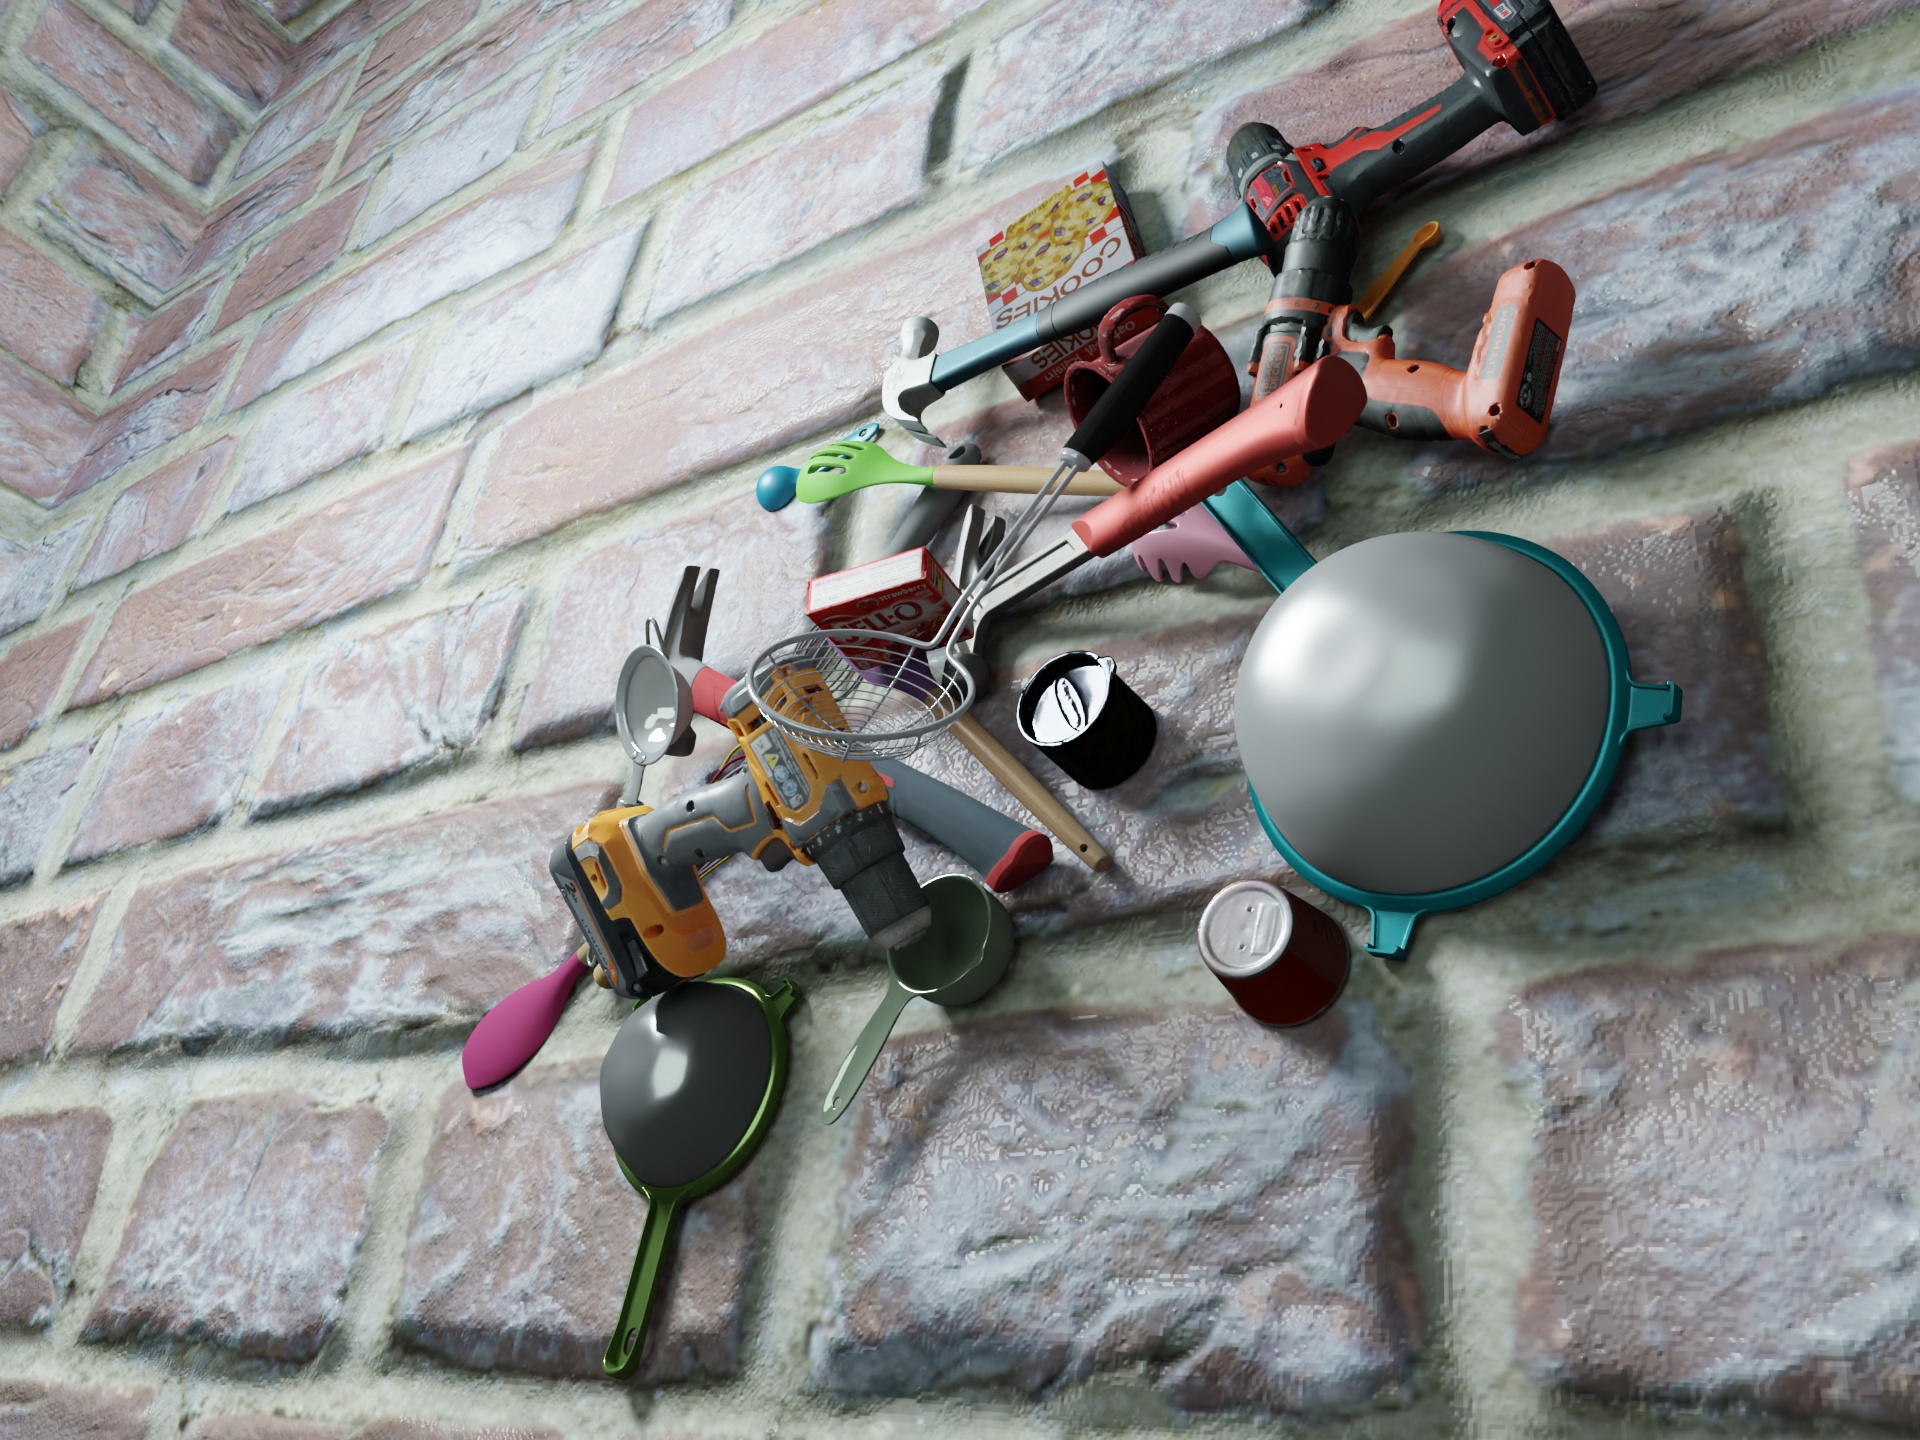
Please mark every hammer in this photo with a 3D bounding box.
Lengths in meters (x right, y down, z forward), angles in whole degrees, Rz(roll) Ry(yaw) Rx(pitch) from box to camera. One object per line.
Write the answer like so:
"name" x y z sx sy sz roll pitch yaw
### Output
"hammer" 0.071 -0.283 1.115 0.331 0.033 0.128 -15 51 39
"hammer" 0.101 -0.131 0.967 0.359 0.036 0.149 -28 46 51
"hammer" -0.084 0.008 1.068 0.387 0.038 0.143 24 105 41

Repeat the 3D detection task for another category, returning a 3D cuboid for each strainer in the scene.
"strainer" 0.192 -0.057 0.844 0.211 0.095 0.341 -46 48 17
"strainer" -0.196 0.271 0.996 0.151 0.069 0.257 -12 53 35
"strainer" -0.233 0.054 1.139 0.087 0.050 0.258 22 99 47

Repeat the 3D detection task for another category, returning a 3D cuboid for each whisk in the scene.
"whisk" -0.188 0.102 1.094 0.245 0.047 0.051 -50 9 27
"whisk" -0.051 -0.109 1.161 0.055 0.055 0.239 18 70 46

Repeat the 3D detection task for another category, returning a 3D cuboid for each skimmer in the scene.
"skimmer" 0.022 -0.122 0.917 0.127 0.090 0.363 29 76 36

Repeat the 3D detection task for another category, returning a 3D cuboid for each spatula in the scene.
"spatula" -0.002 -0.003 1.023 0.060 0.018 0.316 -50 50 7

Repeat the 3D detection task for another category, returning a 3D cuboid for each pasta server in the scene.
"pasta server" 0.211 -0.078 0.928 0.316 0.040 0.060 30 83 44

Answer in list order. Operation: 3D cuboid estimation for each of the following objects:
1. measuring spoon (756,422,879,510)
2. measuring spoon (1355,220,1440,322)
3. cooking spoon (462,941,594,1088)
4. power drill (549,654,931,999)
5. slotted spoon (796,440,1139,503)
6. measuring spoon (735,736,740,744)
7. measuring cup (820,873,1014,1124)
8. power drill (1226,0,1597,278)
"measuring spoon" -0.122 -0.217 1.315 0.128 0.021 0.042 -28 47 25
"measuring spoon" 0.271 -0.273 1.027 0.117 0.011 0.021 -51 26 4
"cooking spoon" -0.260 0.158 1.170 0.319 0.017 0.069 -43 44 9
"power drill" -0.131 0.092 0.981 0.226 0.084 0.185 -36 80 28
"slotted spoon" 0.007 -0.175 1.136 0.314 0.031 0.070 8 50 32
"measuring spoon" -0.140 0.031 1.157 0.034 0.018 0.124 -42 43 10
"measuring cup" -0.027 0.172 0.947 0.083 0.038 0.167 26 82 47
"power drill" 0.281 -0.400 1.061 0.226 0.080 0.188 -35 39 23
